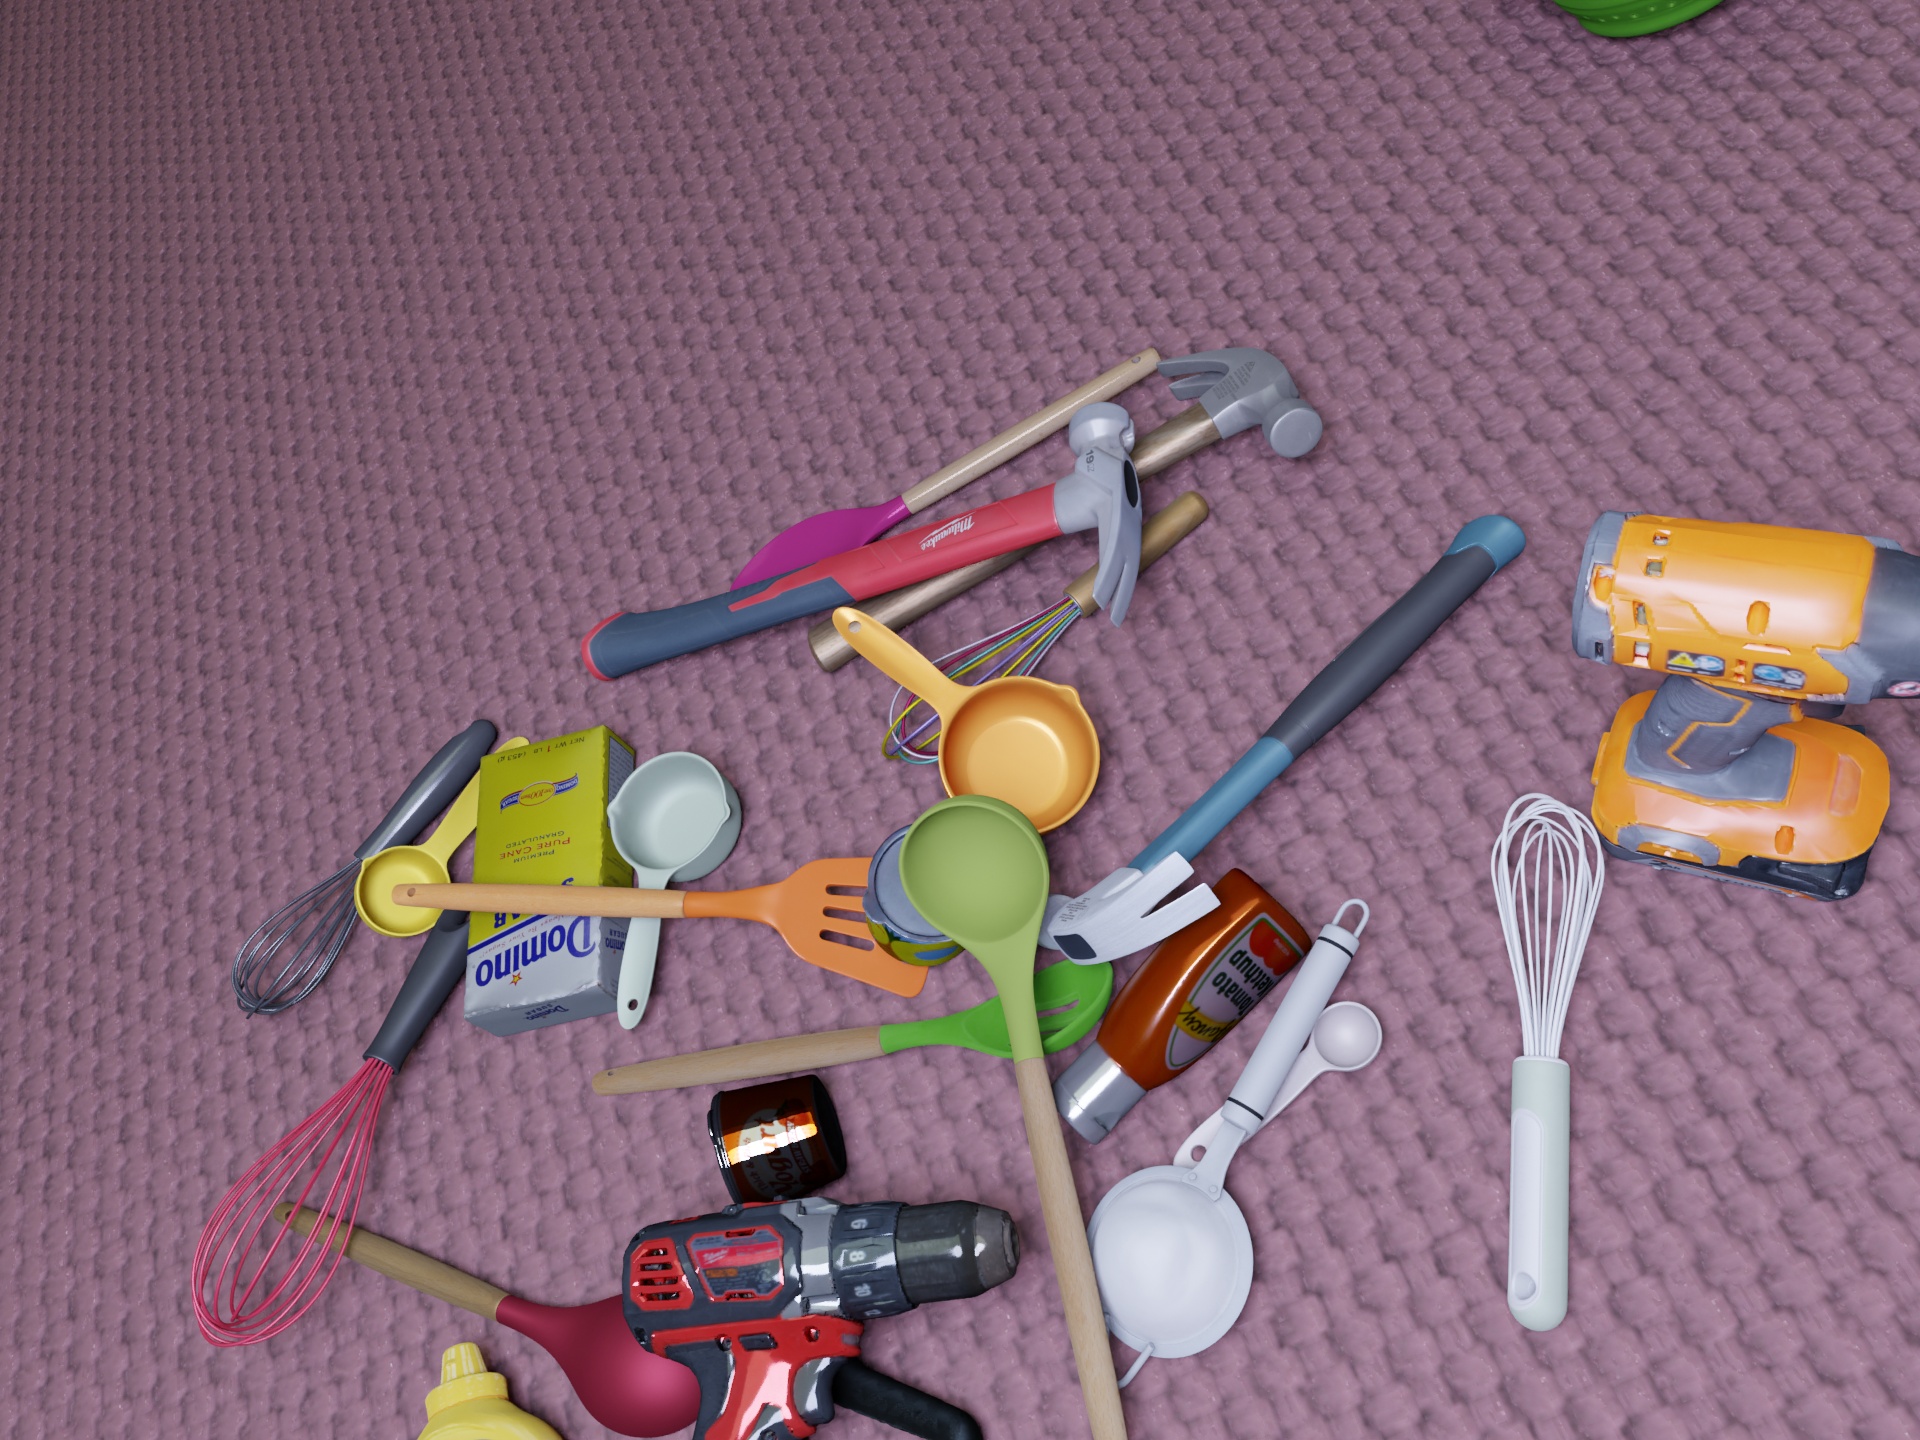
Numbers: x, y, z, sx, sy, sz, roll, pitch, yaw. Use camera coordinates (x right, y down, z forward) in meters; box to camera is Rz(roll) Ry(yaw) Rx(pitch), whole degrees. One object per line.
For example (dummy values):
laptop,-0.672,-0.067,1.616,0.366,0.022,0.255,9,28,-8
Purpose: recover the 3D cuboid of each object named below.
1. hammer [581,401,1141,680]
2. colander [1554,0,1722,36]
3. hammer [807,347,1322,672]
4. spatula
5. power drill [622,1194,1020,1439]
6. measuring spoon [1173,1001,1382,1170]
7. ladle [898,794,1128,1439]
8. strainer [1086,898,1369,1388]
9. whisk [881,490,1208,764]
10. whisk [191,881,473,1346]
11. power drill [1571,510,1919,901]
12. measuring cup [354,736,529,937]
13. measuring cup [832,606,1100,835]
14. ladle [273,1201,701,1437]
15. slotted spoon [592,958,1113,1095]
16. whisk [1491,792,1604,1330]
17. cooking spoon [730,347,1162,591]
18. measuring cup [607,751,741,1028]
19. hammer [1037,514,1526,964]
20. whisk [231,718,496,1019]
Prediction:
hammer,-0.073,-0.073,0.959,0.386,0.038,0.143,-15,52,25
colander,0.396,-0.531,1.050,0.204,0.094,0.398,-39,37,-2
hammer,0.051,-0.125,0.968,0.331,0.031,0.130,-30,36,10
spatula,-0.175,0.107,0.909,0.322,0.041,0.081,0,68,14
power drill,-0.059,0.326,0.708,0.188,0.080,0.227,-11,64,12
measuring spoon,0.155,0.184,0.778,0.124,0.018,0.034,-40,51,6
ladle,0.033,0.186,0.749,0.078,0.062,0.320,-23,64,23
strainer,0.127,0.193,0.753,0.087,0.050,0.258,23,74,38
whisk,0.051,-0.056,0.935,0.245,0.047,0.051,-39,36,-7
whisk,-0.348,0.217,0.925,0.073,0.073,0.296,6,53,25
power drill,0.348,-0.003,0.671,0.164,0.226,0.084,12,67,27
measuring cup,-0.330,0.073,1.027,0.029,0.062,0.157,-29,25,56
measuring cup,-0.001,-0.003,0.886,0.174,0.052,0.095,38,81,8
ladle,-0.266,0.312,0.869,0.315,0.031,0.069,9,66,28
slotted spoon,-0.063,0.175,0.859,0.314,0.031,0.070,-13,24,19
whisk,0.266,0.150,0.730,0.058,0.059,0.246,-26,49,55
cooking spoon,-0.012,-0.152,1.024,0.319,0.017,0.069,-30,50,9
measuring cup,-0.174,0.103,0.946,0.083,0.038,0.168,0,69,20
hammer,0.173,0.006,0.830,0.331,0.128,0.033,-42,98,-12
whisk,-0.383,0.093,1.032,0.055,0.055,0.239,26,69,32
